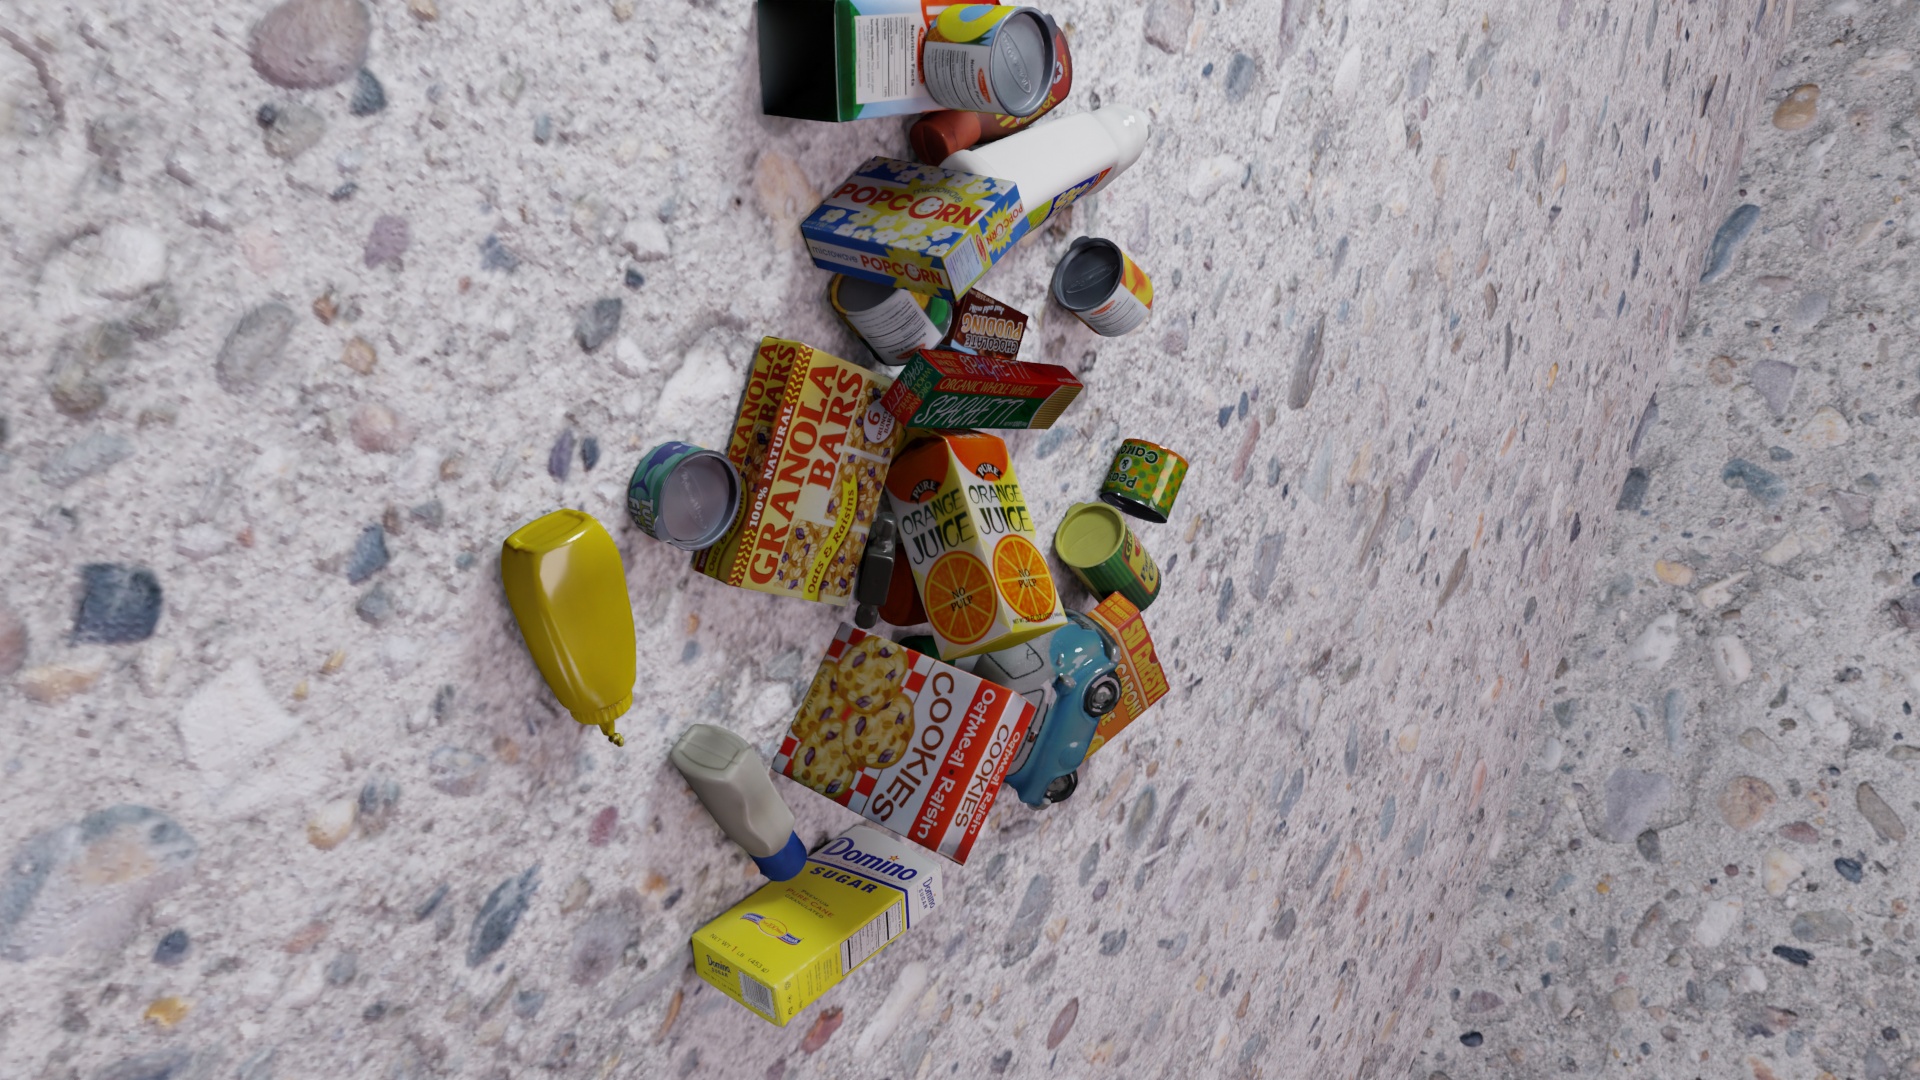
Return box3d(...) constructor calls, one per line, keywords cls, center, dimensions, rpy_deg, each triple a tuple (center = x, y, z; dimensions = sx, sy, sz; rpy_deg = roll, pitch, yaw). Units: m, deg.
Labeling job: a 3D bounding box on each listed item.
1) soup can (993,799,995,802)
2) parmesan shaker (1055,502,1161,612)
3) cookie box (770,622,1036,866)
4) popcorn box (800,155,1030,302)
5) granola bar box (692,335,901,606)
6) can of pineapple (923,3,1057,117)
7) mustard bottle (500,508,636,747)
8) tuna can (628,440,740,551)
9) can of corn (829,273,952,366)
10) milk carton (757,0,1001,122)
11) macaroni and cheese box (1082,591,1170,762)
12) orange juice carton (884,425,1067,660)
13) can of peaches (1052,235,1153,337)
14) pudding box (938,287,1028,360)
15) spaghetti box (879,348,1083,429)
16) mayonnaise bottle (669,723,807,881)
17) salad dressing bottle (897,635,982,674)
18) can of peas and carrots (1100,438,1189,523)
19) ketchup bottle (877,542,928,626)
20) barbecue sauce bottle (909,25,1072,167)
box3d(cls="soup can", center=(-0.013, 0.188, 1.144), dimensions=(0.071, 0.071, 0.083), rpy_deg=(-57, 141, -19))
box3d(cls="parmesan shaker", center=(0.136, 0.017, 1.267), dimensions=(0.071, 0.071, 0.103), rpy_deg=(-61, 142, -15))
box3d(cls="cookie box", center=(-0.042, 0.144, 1.006), dimensions=(0.040, 0.167, 0.123), rpy_deg=(40, 73, -51))
box3d(cls="popcorn box", center=(-0.031, -0.208, 0.917), dimensions=(0.085, 0.127, 0.038), rpy_deg=(-49, 141, -27))
box3d(cls="granola bar box", center=(-0.107, -0.045, 0.958), dimensions=(0.124, 0.039, 0.165), rpy_deg=(16, 92, -54))
box3d(cls="can of pineapple", center=(0.020, -0.305, 0.878), dimensions=(0.071, 0.058, 0.070), rpy_deg=(-25, 124, -44))
box3d(cls="mustard bottle", center=(-0.229, 0.061, 0.839), dimensions=(0.065, 0.049, 0.159), rpy_deg=(-33, 129, -39))
box3d(cls="tuna can", center=(-0.177, -0.027, 0.882), dimensions=(0.071, 0.033, 0.070), rpy_deg=(-23, 121, -45))
box3d(cls="can of corn", center=(-0.049, -0.166, 0.963), dimensions=(0.071, 0.071, 0.058), rpy_deg=(-60, 141, -15))
box3d(cls="milk carton", center=(-0.037, -0.321, 0.910), dimensions=(0.191, 0.072, 0.073), rpy_deg=(-24, 123, -44))
box3d(cls="macaroni and cheese box", center=(0.105, 0.142, 1.253), dimensions=(0.167, 0.040, 0.123), rpy_deg=(-37, 134, -11))
box3d(cls="orange juice carton", center=(0.004, -0.013, 1.042), dimensions=(0.072, 0.073, 0.193), rpy_deg=(-4, 72, -51))
box3d(cls="can of peaches", center=(0.119, -0.211, 1.155), dimensions=(0.058, 0.071, 0.071), rpy_deg=(27, 82, -52))
box3d(cls="pudding box", center=(0.013, -0.163, 1.069), dimensions=(0.084, 0.030, 0.049), rpy_deg=(15, 93, -53))
box3d(cls="spaghetti box", center=(0.022, -0.111, 1.049), dimensions=(0.050, 0.029, 0.250), rpy_deg=(-51, 161, 21))
box3d(cls="mayonnaise bottle", center=(-0.149, 0.189, 0.980), dimensions=(0.041, 0.065, 0.147), rpy_deg=(-54, 143, -29))
box3d(cls="salad dressing bottle", center=(0.005, 0.096, 1.148), dimensions=(0.148, 0.044, 0.064), rpy_deg=(3, 99, -52))
box3d(cls="can of peas and carrots", center=(0.168, -0.056, 1.277), dimensions=(0.071, 0.071, 0.059), rpy_deg=(34, 76, -52))
box3d(cls="ketchup bottle", center=(-0.004, 0.028, 1.111), dimensions=(0.149, 0.043, 0.064), rpy_deg=(-9, 104, -50))
box3d(cls="barbecue sauce bottle", center=(0.023, -0.320, 1.009), dimensions=(0.149, 0.044, 0.064), rpy_deg=(-44, 138, -32))
